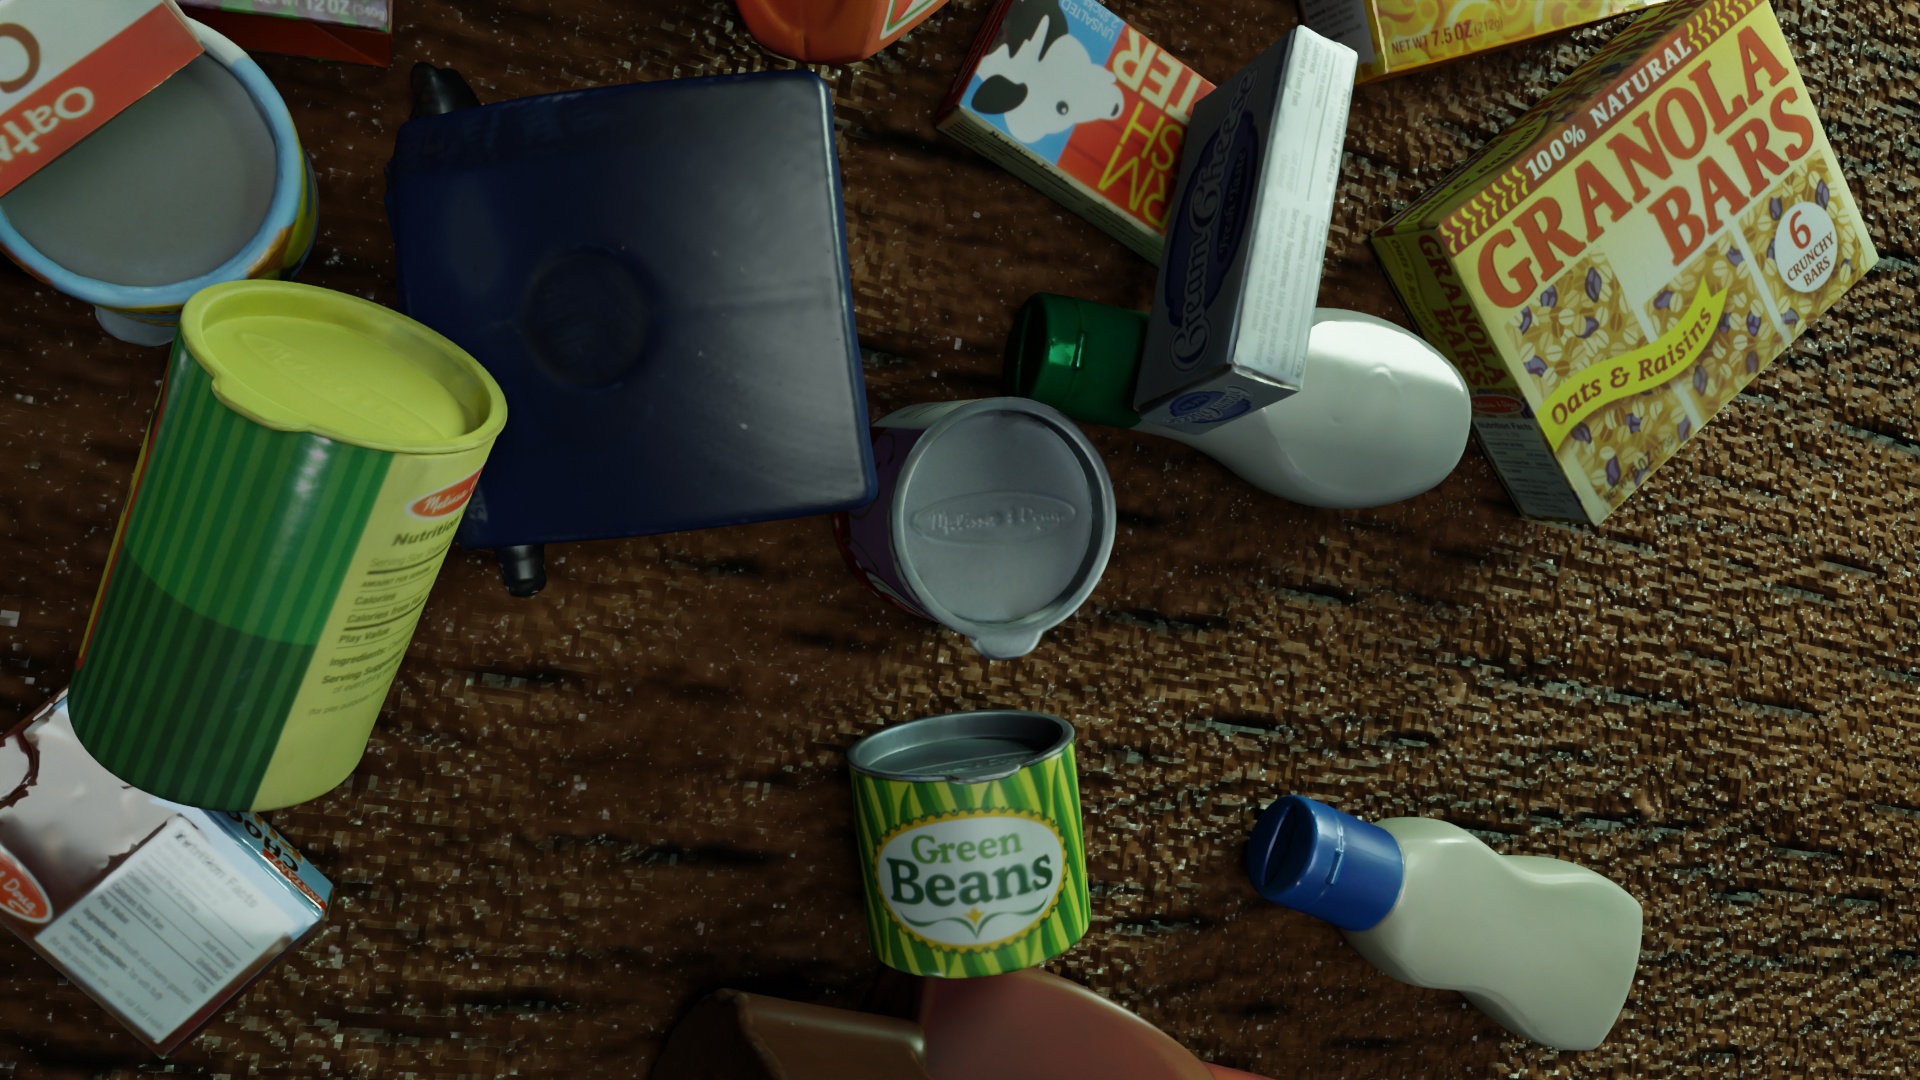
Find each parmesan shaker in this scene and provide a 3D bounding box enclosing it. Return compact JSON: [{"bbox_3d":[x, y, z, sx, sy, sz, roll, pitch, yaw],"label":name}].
[{"bbox_3d":[-0.154,0.003,0.312,0.071,0.071,0.102,22,113,-21],"label":"parmesan shaker"}]

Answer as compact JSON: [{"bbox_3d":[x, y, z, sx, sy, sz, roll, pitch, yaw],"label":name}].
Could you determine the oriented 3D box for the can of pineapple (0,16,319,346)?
[{"bbox_3d":[-0.186,-0.082,0.321,0.071,0.058,0.071,-2,94,-21],"label":"can of pineapple"}]

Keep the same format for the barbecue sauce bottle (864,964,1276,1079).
[{"bbox_3d":[0.041,0.173,0.433,0.148,0.043,0.065,22,80,-22],"label":"barbecue sauce bottle"}]

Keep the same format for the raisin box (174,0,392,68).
[{"bbox_3d":[-0.179,-0.183,0.327,0.086,0.040,0.123,1,92,-20],"label":"raisin box"}]

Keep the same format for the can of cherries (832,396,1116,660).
[{"bbox_3d":[0.001,-0.005,0.399,0.071,0.058,0.071,-2,94,-22],"label":"can of cherries"}]

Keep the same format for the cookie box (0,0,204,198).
[{"bbox_3d":[-0.252,-0.120,0.265,0.123,0.040,0.167,-43,80,-12],"label":"cookie box"}]

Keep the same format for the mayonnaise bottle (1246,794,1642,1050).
[{"bbox_3d":[0.168,0.128,0.482,0.148,0.041,0.065,24,83,-20],"label":"mayonnaise bottle"}]

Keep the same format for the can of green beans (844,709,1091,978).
[{"bbox_3d":[0.003,0.085,0.401,0.071,0.071,0.057,-9,97,-21],"label":"can of green beans"}]

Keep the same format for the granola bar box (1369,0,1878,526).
[{"bbox_3d":[0.240,-0.104,0.496,0.166,0.039,0.124,-39,106,-15],"label":"granola bar box"}]

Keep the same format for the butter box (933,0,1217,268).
[{"bbox_3d":[0.048,-0.126,0.428,0.103,0.024,0.053,27,84,-20],"label":"butter box"}]

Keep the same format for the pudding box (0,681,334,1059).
[{"bbox_3d":[-0.202,0.078,0.340,0.050,0.030,0.083,-43,107,-12],"label":"pudding box"}]

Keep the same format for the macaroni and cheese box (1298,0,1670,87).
[{"bbox_3d":[0.158,-0.244,0.455,0.124,0.040,0.166,-19,101,-19],"label":"macaroni and cheese box"}]

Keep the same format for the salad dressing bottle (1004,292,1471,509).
[{"bbox_3d":[0.088,-0.047,0.438,0.148,0.044,0.064,8,89,-20],"label":"salad dressing bottle"}]

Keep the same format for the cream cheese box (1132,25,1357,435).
[{"bbox_3d":[0.079,-0.085,0.388,0.024,0.053,0.104,17,76,-18],"label":"cream cheese box"}]

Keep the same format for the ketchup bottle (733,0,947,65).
[{"bbox_3d":[-0.007,-0.174,0.357,0.149,0.043,0.064,-53,152,-46],"label":"ketchup bottle"}]
